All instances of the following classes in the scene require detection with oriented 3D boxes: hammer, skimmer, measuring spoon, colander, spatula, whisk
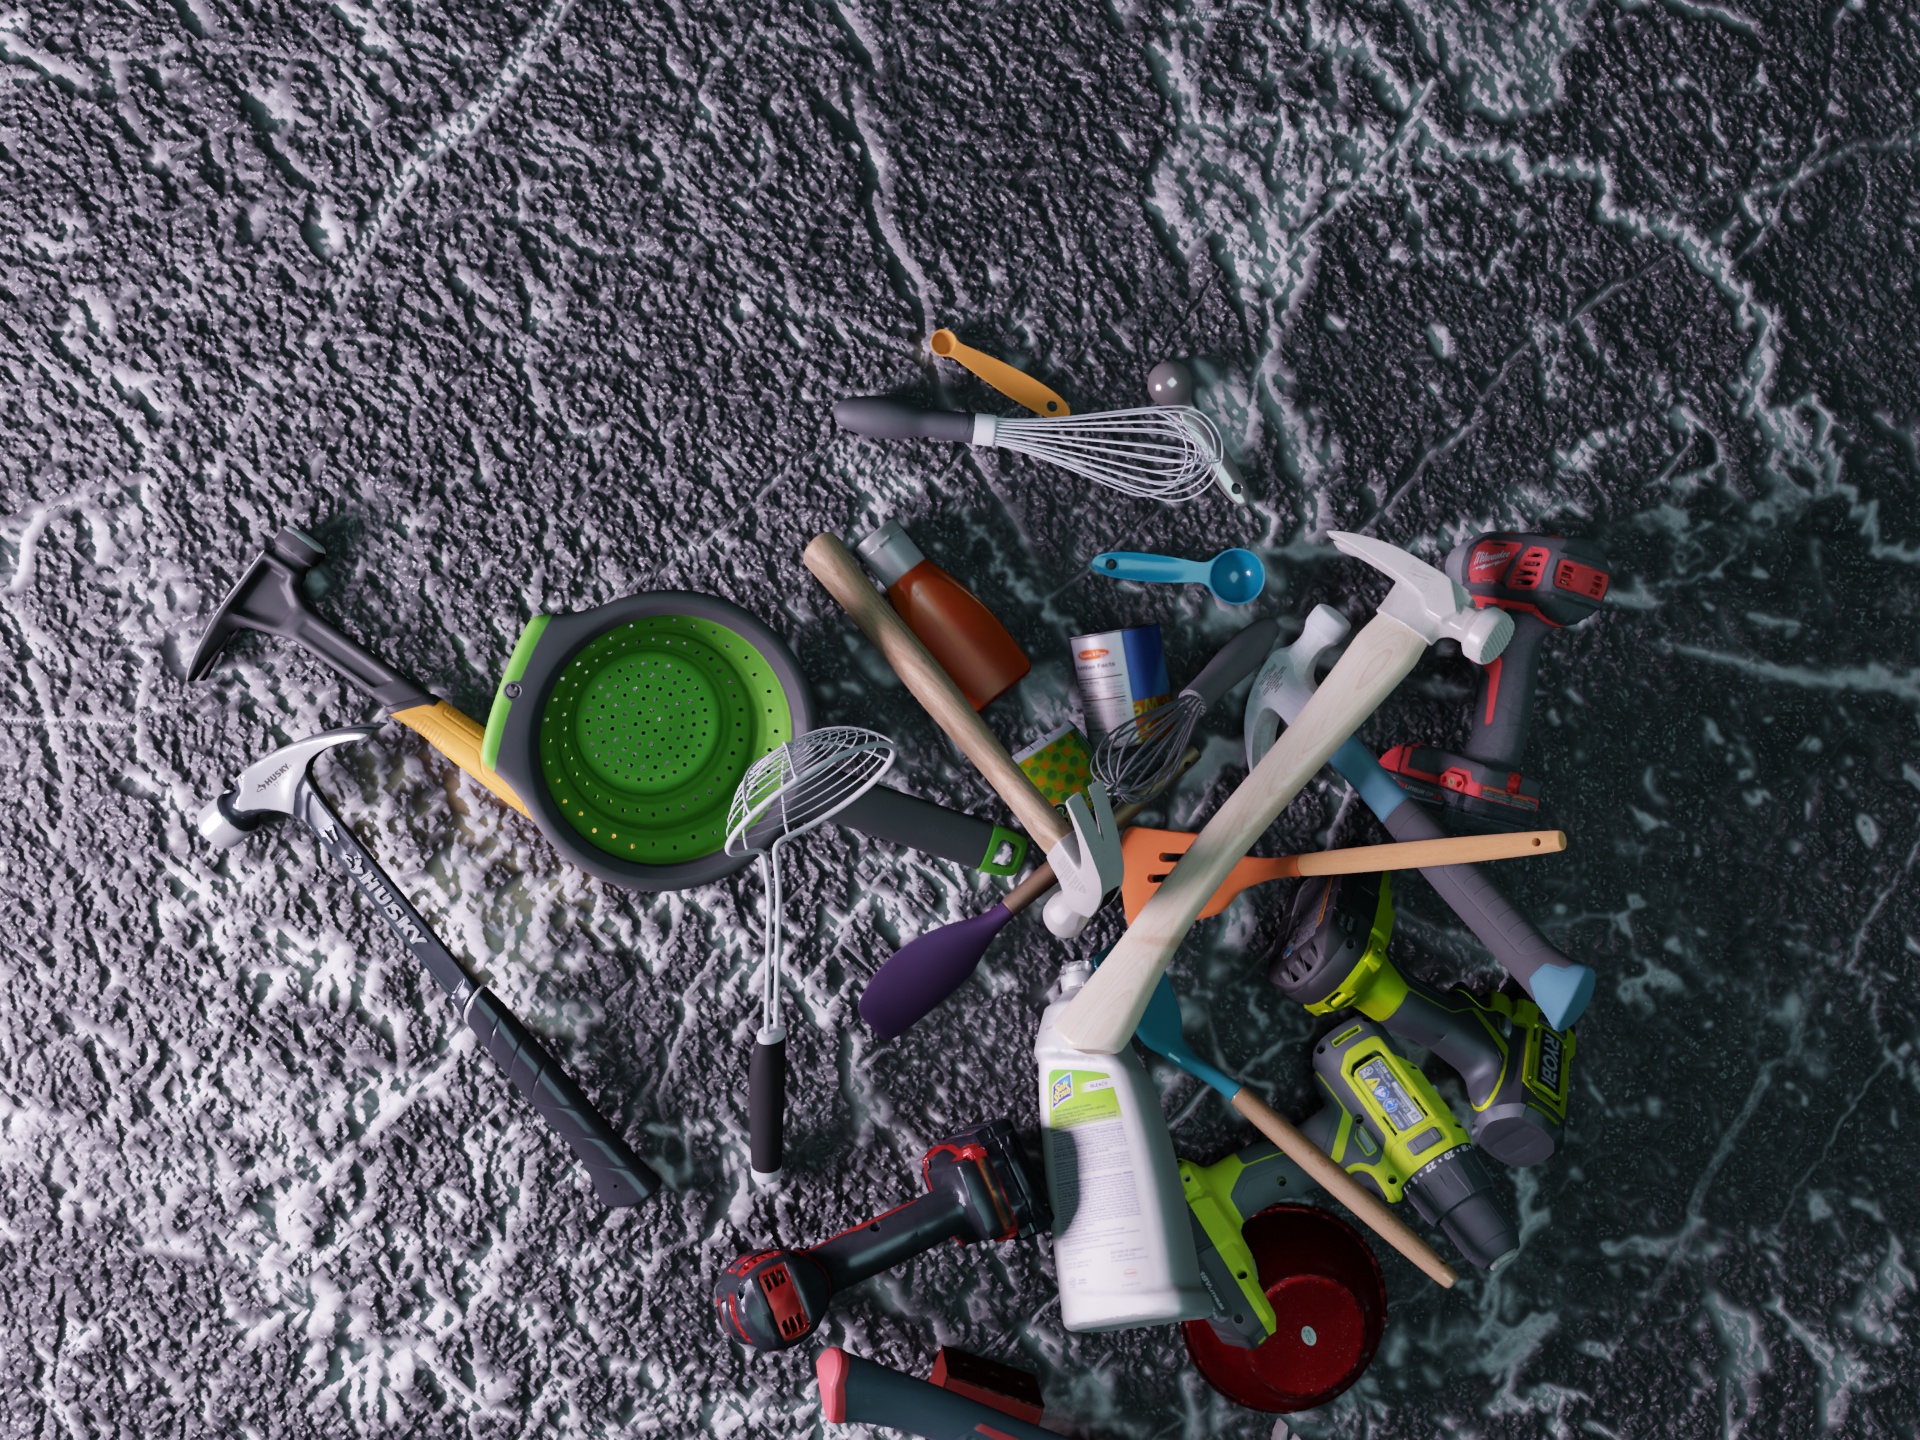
[{"bbox_3d":[-0.371,0.010,1.122,0.337,0.034,0.127,36,87,-5],"label":"hammer"},{"bbox_3d":[-0.002,-0.004,1.104,0.031,0.130,0.331,-31,74,-30],"label":"hammer"},{"bbox_3d":[-0.107,0.171,1.075,0.127,0.090,0.363,-19,121,-46],"label":"skimmer"},{"bbox_3d":[0.029,-0.253,1.170,0.117,0.011,0.021,28,90,-9],"label":"measuring spoon"},{"bbox_3d":[0.195,0.056,1.100,0.146,0.038,0.410,40,92,35],"label":"hammer"},{"bbox_3d":[-0.137,0.034,1.129,0.396,0.094,0.204,20,91,-23],"label":"colander"},{"bbox_3d":[0.162,-0.111,1.184,0.128,0.021,0.042,6,91,3],"label":"measuring spoon"},{"bbox_3d":[0.053,0.121,1.171,0.316,0.018,0.059,-39,118,-5],"label":"spatula"},{"bbox_3d":[0.310,0.071,1.089,0.128,0.033,0.331,-54,51,25],"label":"hammer"},{"bbox_3d":[0.181,-0.213,1.180,0.034,0.018,0.124,-33,95,-4],"label":"measuring spoon"},{"bbox_3d":[0.218,0.271,1.108,0.318,0.082,0.044,40,118,22],"label":"spatula"},{"bbox_3d":[-0.348,0.181,1.115,0.149,0.036,0.409,-36,98,15],"label":"hammer"},{"bbox_3d":[0.164,-0.010,1.118,0.055,0.055,0.239,53,51,-4],"label":"whisk"},{"bbox_3d":[0.251,0.098,1.090,0.041,0.322,0.081,7,76,-47],"label":"spatula"},{"bbox_3d":[0.072,0.507,1.122,0.386,0.038,0.143,31,85,-22],"label":"hammer"},{"bbox_3d":[0.050,-0.208,1.152,0.284,0.070,0.070,7,90,-1],"label":"whisk"}]

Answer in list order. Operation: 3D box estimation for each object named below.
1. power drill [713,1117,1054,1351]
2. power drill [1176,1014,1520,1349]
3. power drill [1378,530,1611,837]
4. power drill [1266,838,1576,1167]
[{"bbox_3d":[-0.067,0.364,1.107,0.226,0.188,0.080,-21,80,-22],"label":"power drill"},{"bbox_3d":[0.259,0.344,1.132,0.228,0.080,0.191,-31,57,-2],"label":"power drill"},{"bbox_3d":[0.375,-0.030,1.147,0.078,0.143,0.219,13,95,-23],"label":"power drill"},{"bbox_3d":[0.341,0.193,1.147,0.223,0.171,0.080,36,130,-3],"label":"power drill"}]
